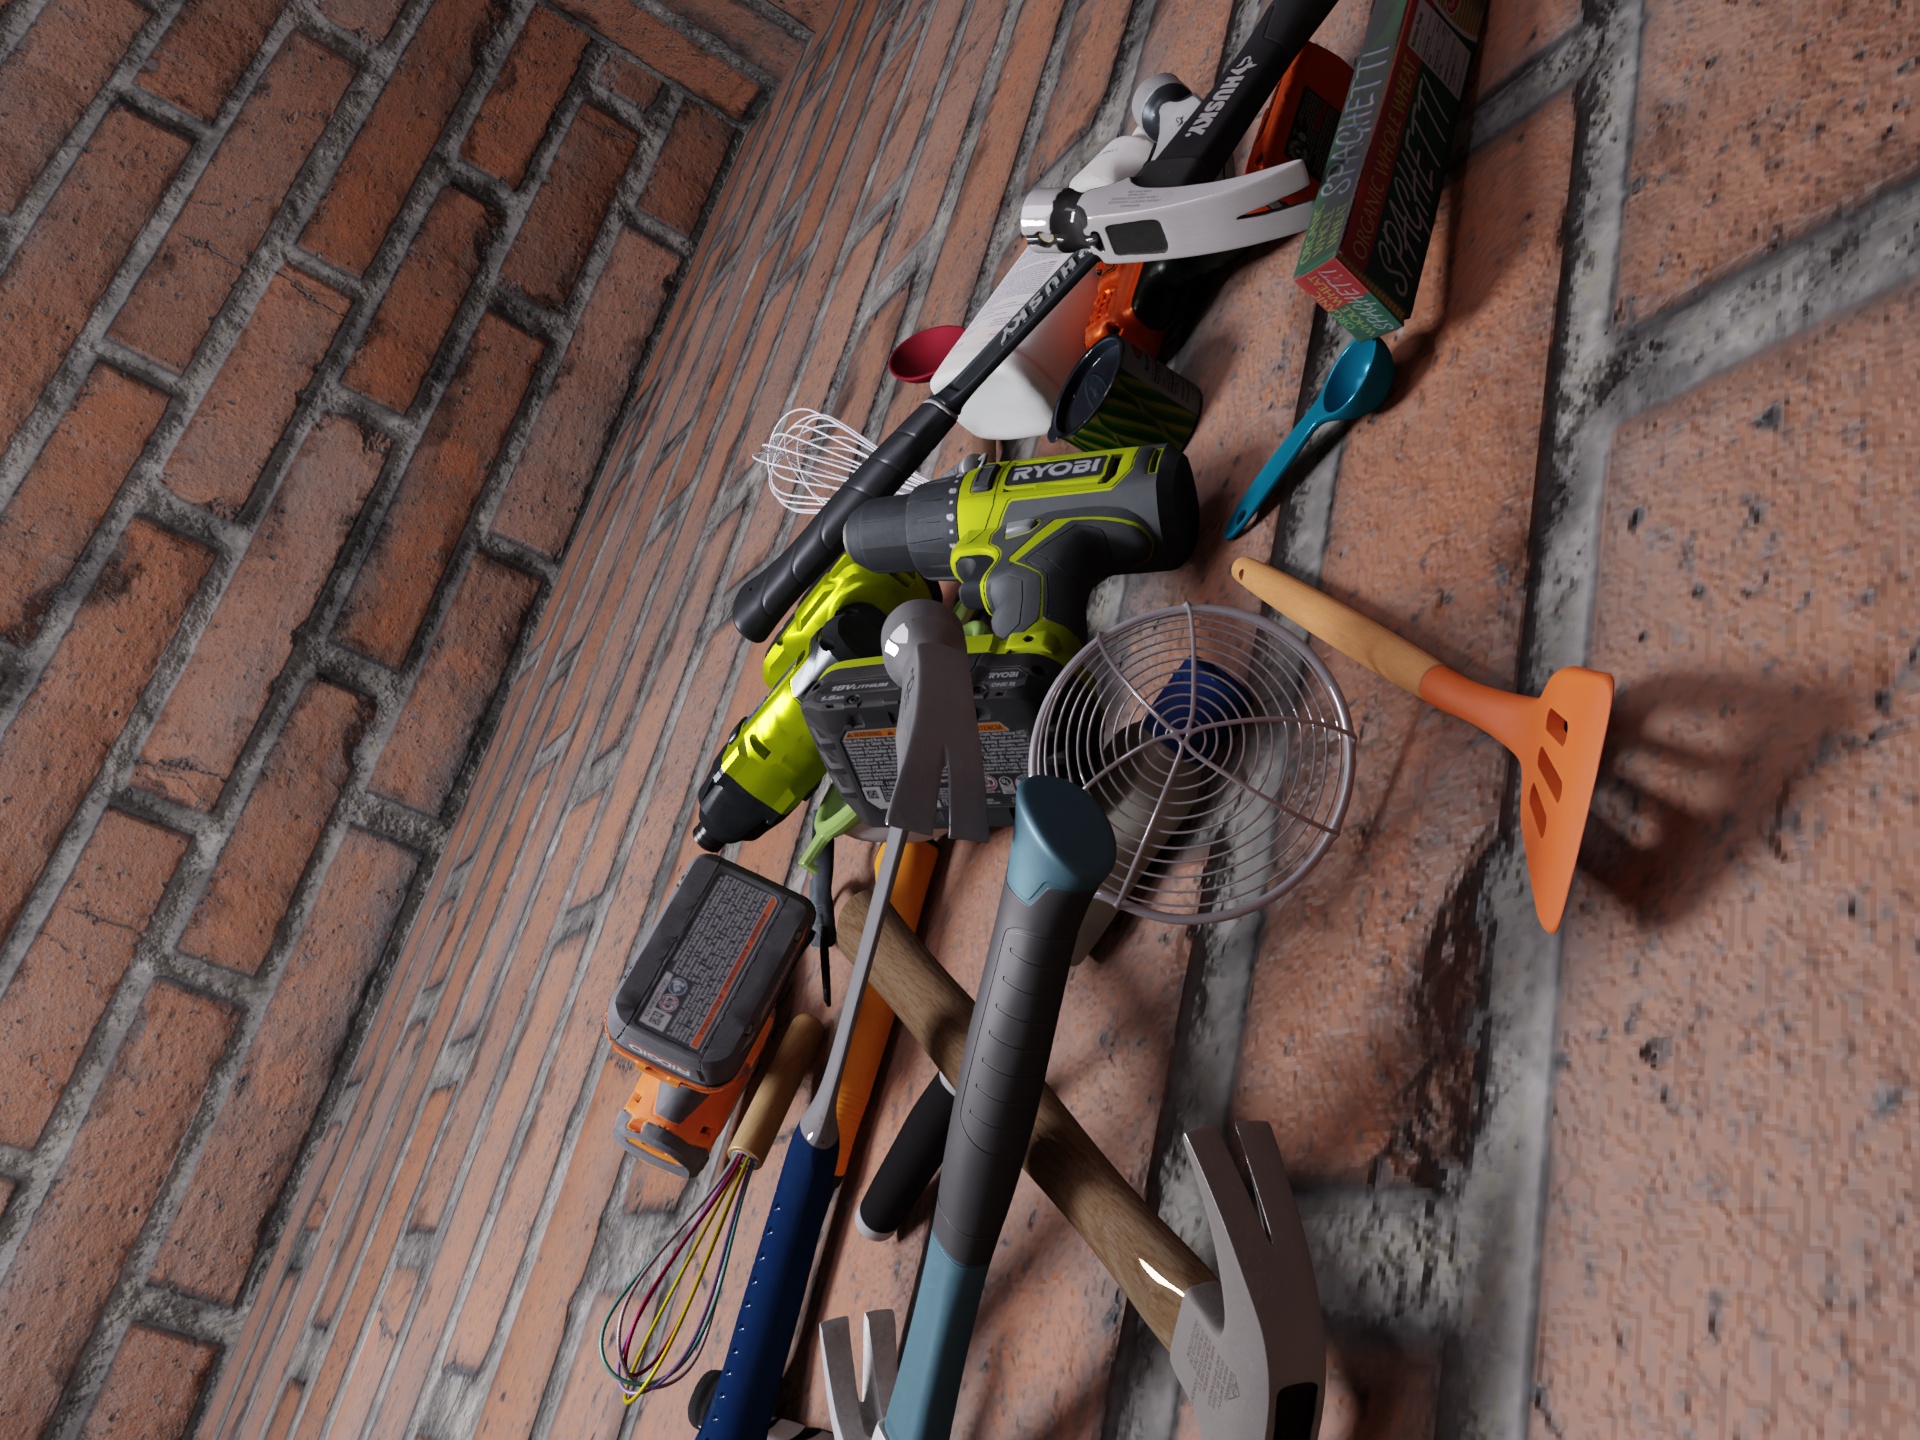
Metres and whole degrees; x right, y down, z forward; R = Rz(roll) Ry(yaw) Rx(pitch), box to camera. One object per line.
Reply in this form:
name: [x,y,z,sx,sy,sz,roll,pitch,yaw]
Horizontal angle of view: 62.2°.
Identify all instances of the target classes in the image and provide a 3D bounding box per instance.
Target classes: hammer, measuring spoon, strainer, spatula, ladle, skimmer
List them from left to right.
hammer: [-0.056,0.160,0.645,0.144,0.035,0.405,-101,25,-65]
hammer: [-0.063,0.212,0.856,0.127,0.034,0.337,-29,40,55]
strainer: [-0.025,-0.154,1.110,0.087,0.050,0.258,-58,13,-14]
strainer: [-0.001,-0.003,0.941,0.151,0.069,0.256,-46,10,28]
hammer: [0.003,-0.190,0.925,0.409,0.036,0.149,-44,33,21]
hammer: [0.004,0.176,0.571,0.128,0.033,0.331,44,128,53]
ladle: [0.030,-0.270,1.168,0.069,0.031,0.316,-43,25,-13]
hammer: [0.026,0.148,0.598,0.332,0.031,0.130,39,124,56]
skimmer: [0.041,0.110,0.700,0.090,0.127,0.363,-27,-28,-47]
hammer: [0.169,-0.354,0.827,0.146,0.035,0.335,12,57,37]
measuring spoon: [0.167,-0.129,0.758,0.042,0.021,0.128,-81,19,-45]
spatula: [0.162,-0.022,0.608,0.323,0.041,0.081,-125,39,-67]

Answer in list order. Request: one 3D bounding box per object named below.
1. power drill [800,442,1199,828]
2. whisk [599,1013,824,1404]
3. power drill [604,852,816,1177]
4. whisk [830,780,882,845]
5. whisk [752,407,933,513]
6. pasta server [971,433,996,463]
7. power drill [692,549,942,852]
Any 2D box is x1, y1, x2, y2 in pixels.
power drill: [0.007,-0.053,0.787,0.190,0.080,0.229,-3,39,22]
whisk: [-0.132,0.263,0.885,0.245,0.051,0.047,-65,-15,-44]
power drill: [-0.144,0.167,0.946,0.226,0.084,0.164,109,-173,-59]
whisk: [-0.075,0.030,1.069,0.246,0.057,0.059,-143,50,-72]
whisk: [-0.027,-0.142,1.006,0.285,0.070,0.070,22,85,37]
pasta server: [0.023,-0.177,1.112,0.060,0.040,0.316,-51,21,28]
power drill: [-0.091,-0.019,0.999,0.171,0.080,0.223,-48,10,24]
